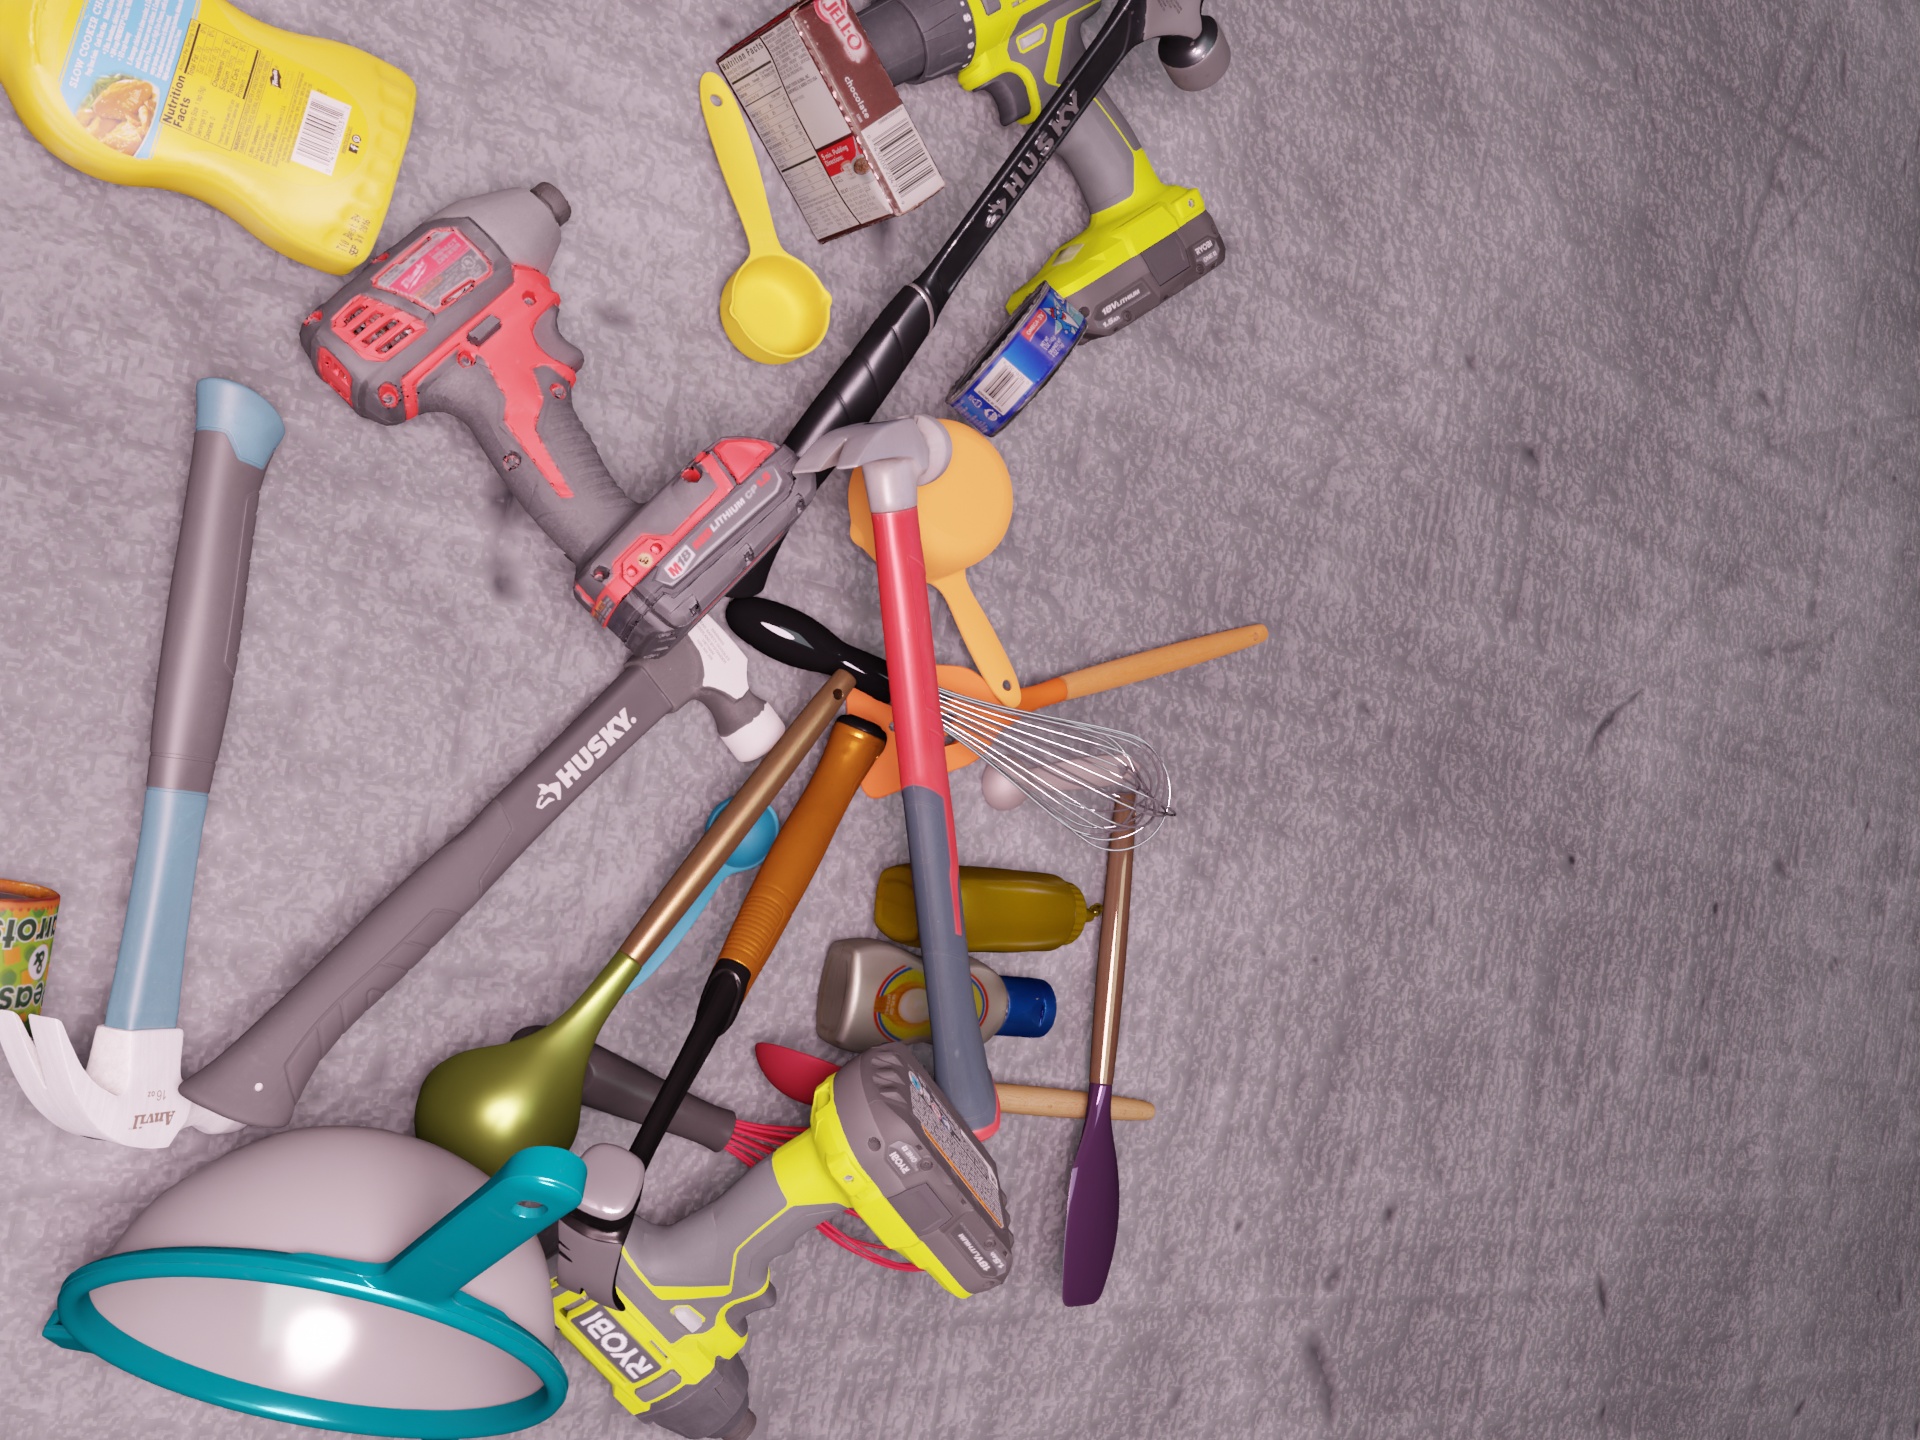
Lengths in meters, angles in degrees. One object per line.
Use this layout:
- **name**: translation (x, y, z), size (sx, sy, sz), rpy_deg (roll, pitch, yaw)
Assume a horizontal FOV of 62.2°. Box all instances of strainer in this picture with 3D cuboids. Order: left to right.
- **strainer**: translation (-0.232, 0.207, 0.662), size (0.210, 0.340, 0.095), rpy_deg (28, 44, -24)

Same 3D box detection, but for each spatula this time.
- **spatula**: translation (0.074, -0.026, 0.992), size (0.322, 0.041, 0.081), rpy_deg (-15, 103, -36)
- **spatula**: translation (0.092, 0.202, 0.997), size (0.059, 0.018, 0.316), rpy_deg (18, 75, -50)

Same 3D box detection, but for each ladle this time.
- **ladle**: translation (-0.155, 0.098, 0.807), size (0.078, 0.062, 0.320), rpy_deg (43, 70, -19)
- **ladle**: translation (0.009, 0.223, 0.952), size (0.315, 0.069, 0.031), rpy_deg (17, 76, -40)

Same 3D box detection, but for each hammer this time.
- **hammer**: translation (-0.337, 0.017, 0.691), size (0.128, 0.033, 0.331), rpy_deg (26, 68, -72)
- **hammer**: translation (-0.229, 0.056, 0.758), size (0.335, 0.035, 0.146), rpy_deg (-49, 117, -31)
- **hammer**: translation (-0.110, 0.124, 0.797), size (0.034, 0.127, 0.337), rpy_deg (22, 48, 3)
- **hammer**: translation (-0.022, 0.043, 0.812), size (0.143, 0.038, 0.386), rpy_deg (-41, 127, -69)
- **hammer**: translation (-0.012, -0.232, 0.829), size (0.409, 0.036, 0.149), rpy_deg (-53, 148, 4)

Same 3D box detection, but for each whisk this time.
- **whisk**: translation (-0.112, 0.230, 0.867), size (0.295, 0.073, 0.073), rpy_deg (30, 77, -25)
- **whisk**: translation (-0.001, -0.003, 0.892), size (0.284, 0.070, 0.070), rpy_deg (25, 79, -15)

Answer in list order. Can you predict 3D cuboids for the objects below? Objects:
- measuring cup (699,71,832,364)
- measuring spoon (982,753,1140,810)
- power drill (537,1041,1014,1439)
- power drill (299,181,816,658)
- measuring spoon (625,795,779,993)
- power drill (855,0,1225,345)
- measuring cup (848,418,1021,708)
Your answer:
- **measuring cup**: translation (-0.115, -0.266, 0.850), size (0.062, 0.029, 0.156), rpy_deg (-18, 91, -31)
- **measuring spoon**: translation (0.068, 0.035, 0.993), size (0.124, 0.018, 0.034), rpy_deg (-6, 97, -34)
- **power drill**: translation (-0.092, 0.279, 0.822), size (0.223, 0.080, 0.171), rpy_deg (-31, 112, 8)
- **power drill**: translation (-0.181, -0.148, 0.753), size (0.219, 0.078, 0.143), rpy_deg (44, 69, -7)
- **measuring spoon**: translation (-0.148, 0.093, 0.859), size (0.042, 0.021, 0.128), rpy_deg (44, 79, -31)
- **power drill**: translation (0.040, -0.334, 0.914), size (0.190, 0.080, 0.228), rpy_deg (-37, 110, -21)
- **measuring cup**: translation (0.005, -0.088, 0.901), size (0.095, 0.052, 0.173), rpy_deg (-30, 96, -31)
